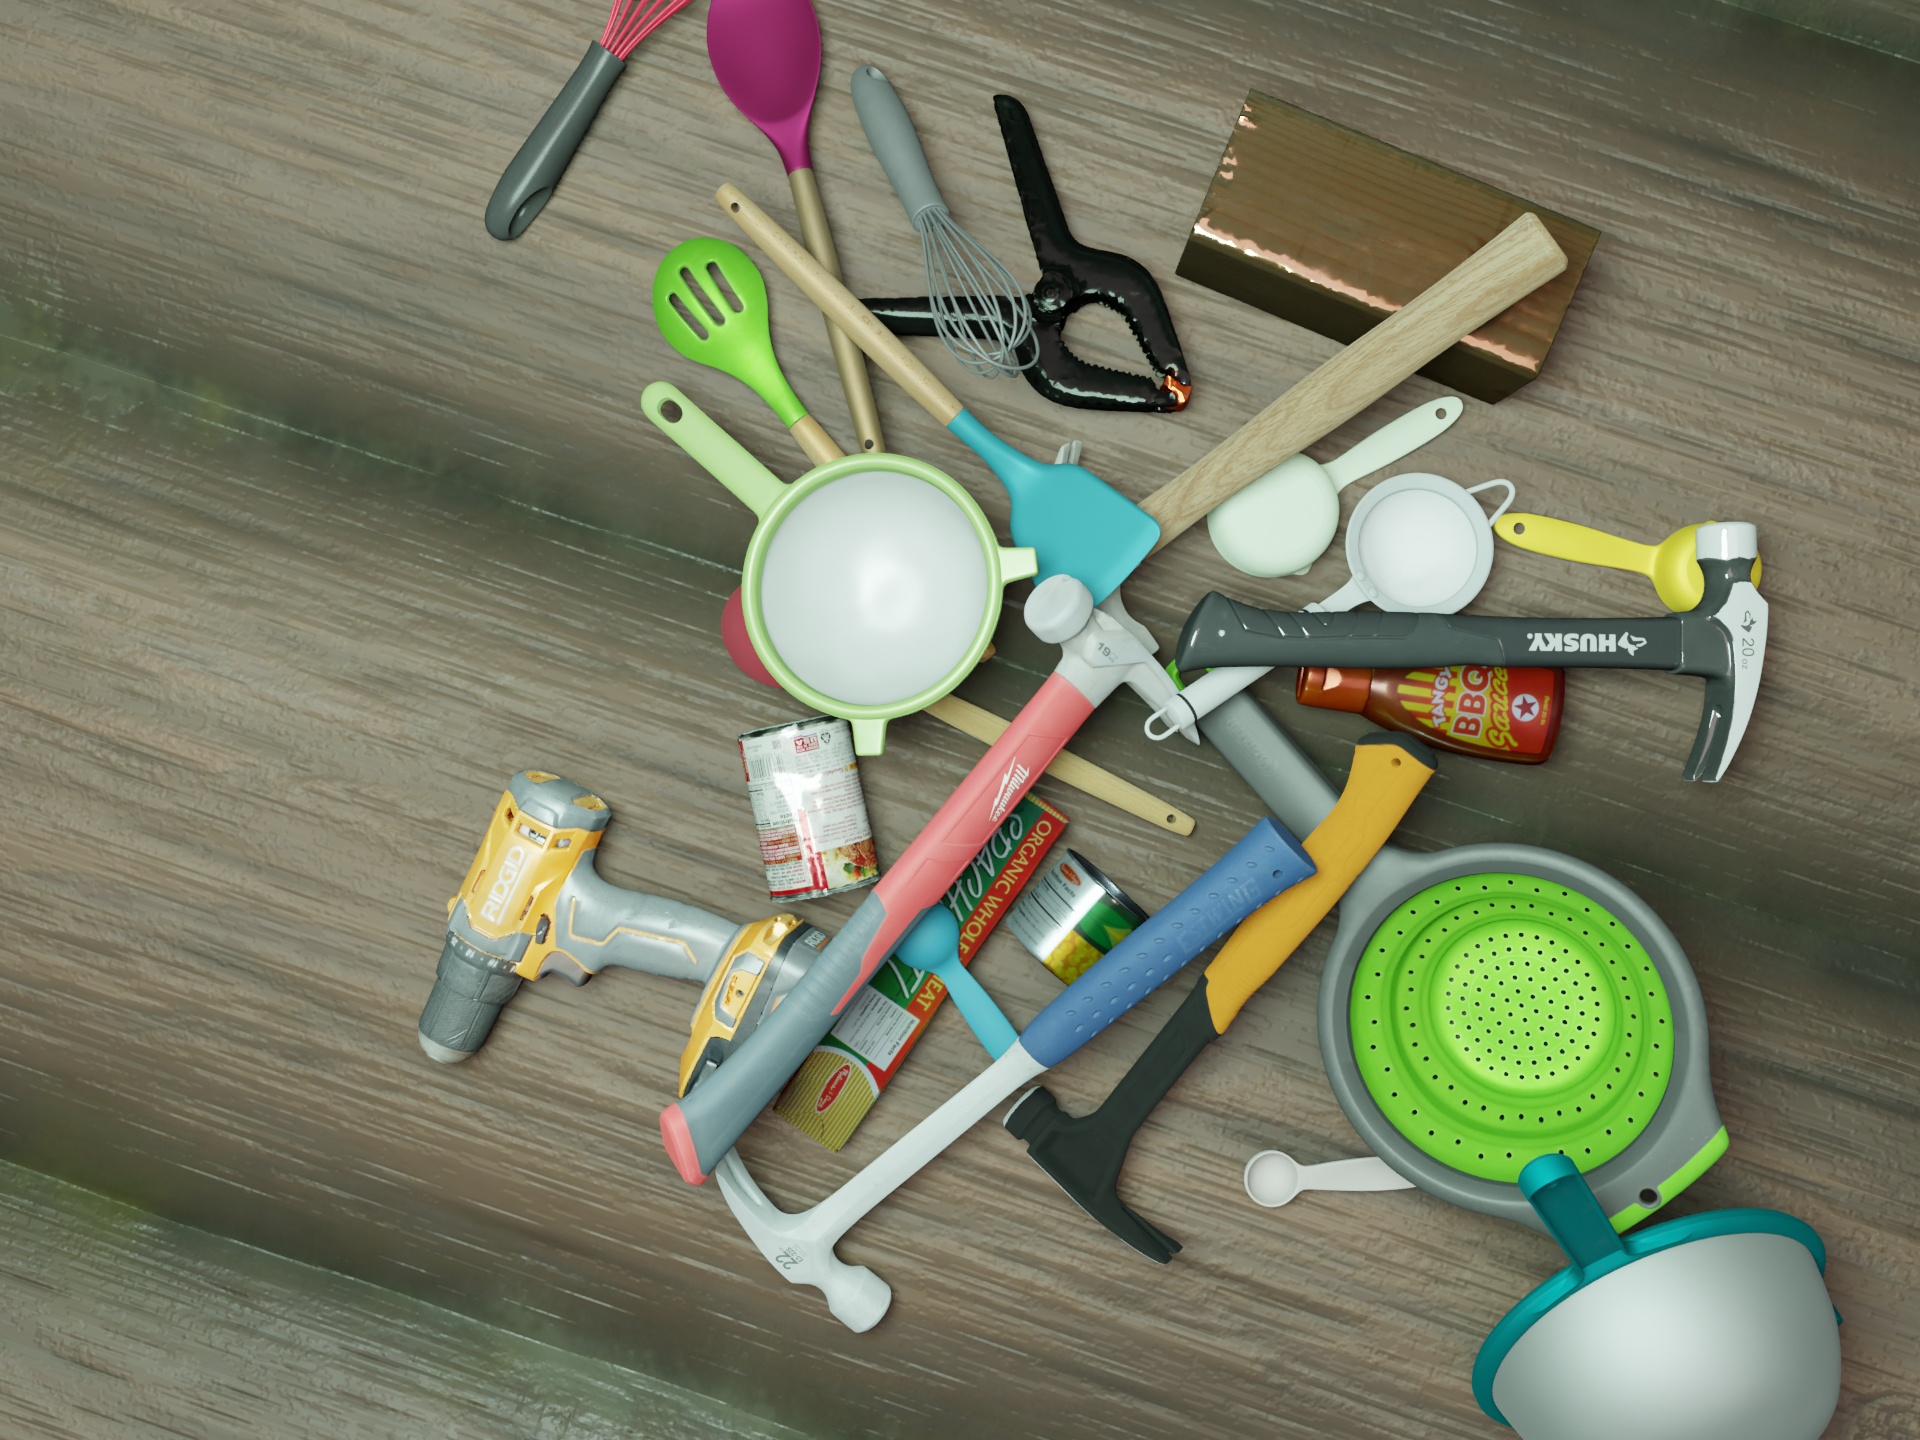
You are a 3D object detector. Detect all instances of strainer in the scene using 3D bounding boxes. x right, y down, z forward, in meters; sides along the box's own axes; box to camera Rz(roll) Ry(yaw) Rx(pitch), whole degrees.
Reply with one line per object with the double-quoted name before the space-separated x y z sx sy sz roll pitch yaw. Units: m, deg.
"strainer" 0.210 -0.063 0.921 0.258 0.050 0.087 -33 87 -10
"strainer" 0.367 0.331 0.830 0.211 0.095 0.340 -32 131 10
"strainer" -0.084 -0.108 0.928 0.256 0.069 0.151 42 96 12

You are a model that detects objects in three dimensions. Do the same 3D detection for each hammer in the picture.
"hammer" 0.163 0.150 0.907 0.127 0.034 0.337 40 106 21
"hammer" 0.030 0.193 0.911 0.405 0.035 0.144 -42 104 15
"hammer" 0.179 -0.164 0.884 0.331 0.031 0.130 -35 89 26
"hammer" 0.286 -0.039 0.891 0.334 0.035 0.146 0 89 -5
"hammer" -0.022 0.106 0.894 0.386 0.038 0.143 -50 127 -4

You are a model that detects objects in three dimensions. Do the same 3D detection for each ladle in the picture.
"ladle" -0.002 -0.003 0.962 0.315 0.031 0.069 26 91 -1

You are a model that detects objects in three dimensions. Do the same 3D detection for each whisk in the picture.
"whisk" -0.197 -0.411 0.937 0.073 0.073 0.296 36 99 0
"whisk" -0.015 -0.288 0.908 0.055 0.055 0.239 -24 67 3

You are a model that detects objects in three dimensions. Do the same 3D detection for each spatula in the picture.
"spatula" -0.023 -0.190 0.904 0.317 0.044 0.082 43 112 -4

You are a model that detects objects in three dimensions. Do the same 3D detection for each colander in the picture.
"colander" 0.265 0.109 0.930 0.204 0.094 0.397 -45 72 18

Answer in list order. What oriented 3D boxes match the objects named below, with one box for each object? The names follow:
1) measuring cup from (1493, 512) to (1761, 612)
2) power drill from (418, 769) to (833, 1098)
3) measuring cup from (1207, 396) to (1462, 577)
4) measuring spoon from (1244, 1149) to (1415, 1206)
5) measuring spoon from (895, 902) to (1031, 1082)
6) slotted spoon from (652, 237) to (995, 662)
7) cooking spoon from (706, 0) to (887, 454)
"measuring cup" 0.394 -0.099 0.936 0.156 0.029 0.062 13 93 -1
"power drill" -0.206 0.158 0.953 0.226 0.084 0.185 27 95 5
"measuring cup" 0.225 -0.146 0.938 0.167 0.038 0.083 -31 91 5
"measuring spoon" 0.233 0.276 0.971 0.124 0.018 0.034 -1 92 -4
"measuring spoon" 0.004 0.163 0.939 0.042 0.021 0.128 -36 90 3
"slotted spoon" -0.079 -0.161 0.958 0.070 0.031 0.314 -38 92 9
"cooking spoon" -0.089 -0.299 0.940 0.069 0.017 0.319 -16 84 9
